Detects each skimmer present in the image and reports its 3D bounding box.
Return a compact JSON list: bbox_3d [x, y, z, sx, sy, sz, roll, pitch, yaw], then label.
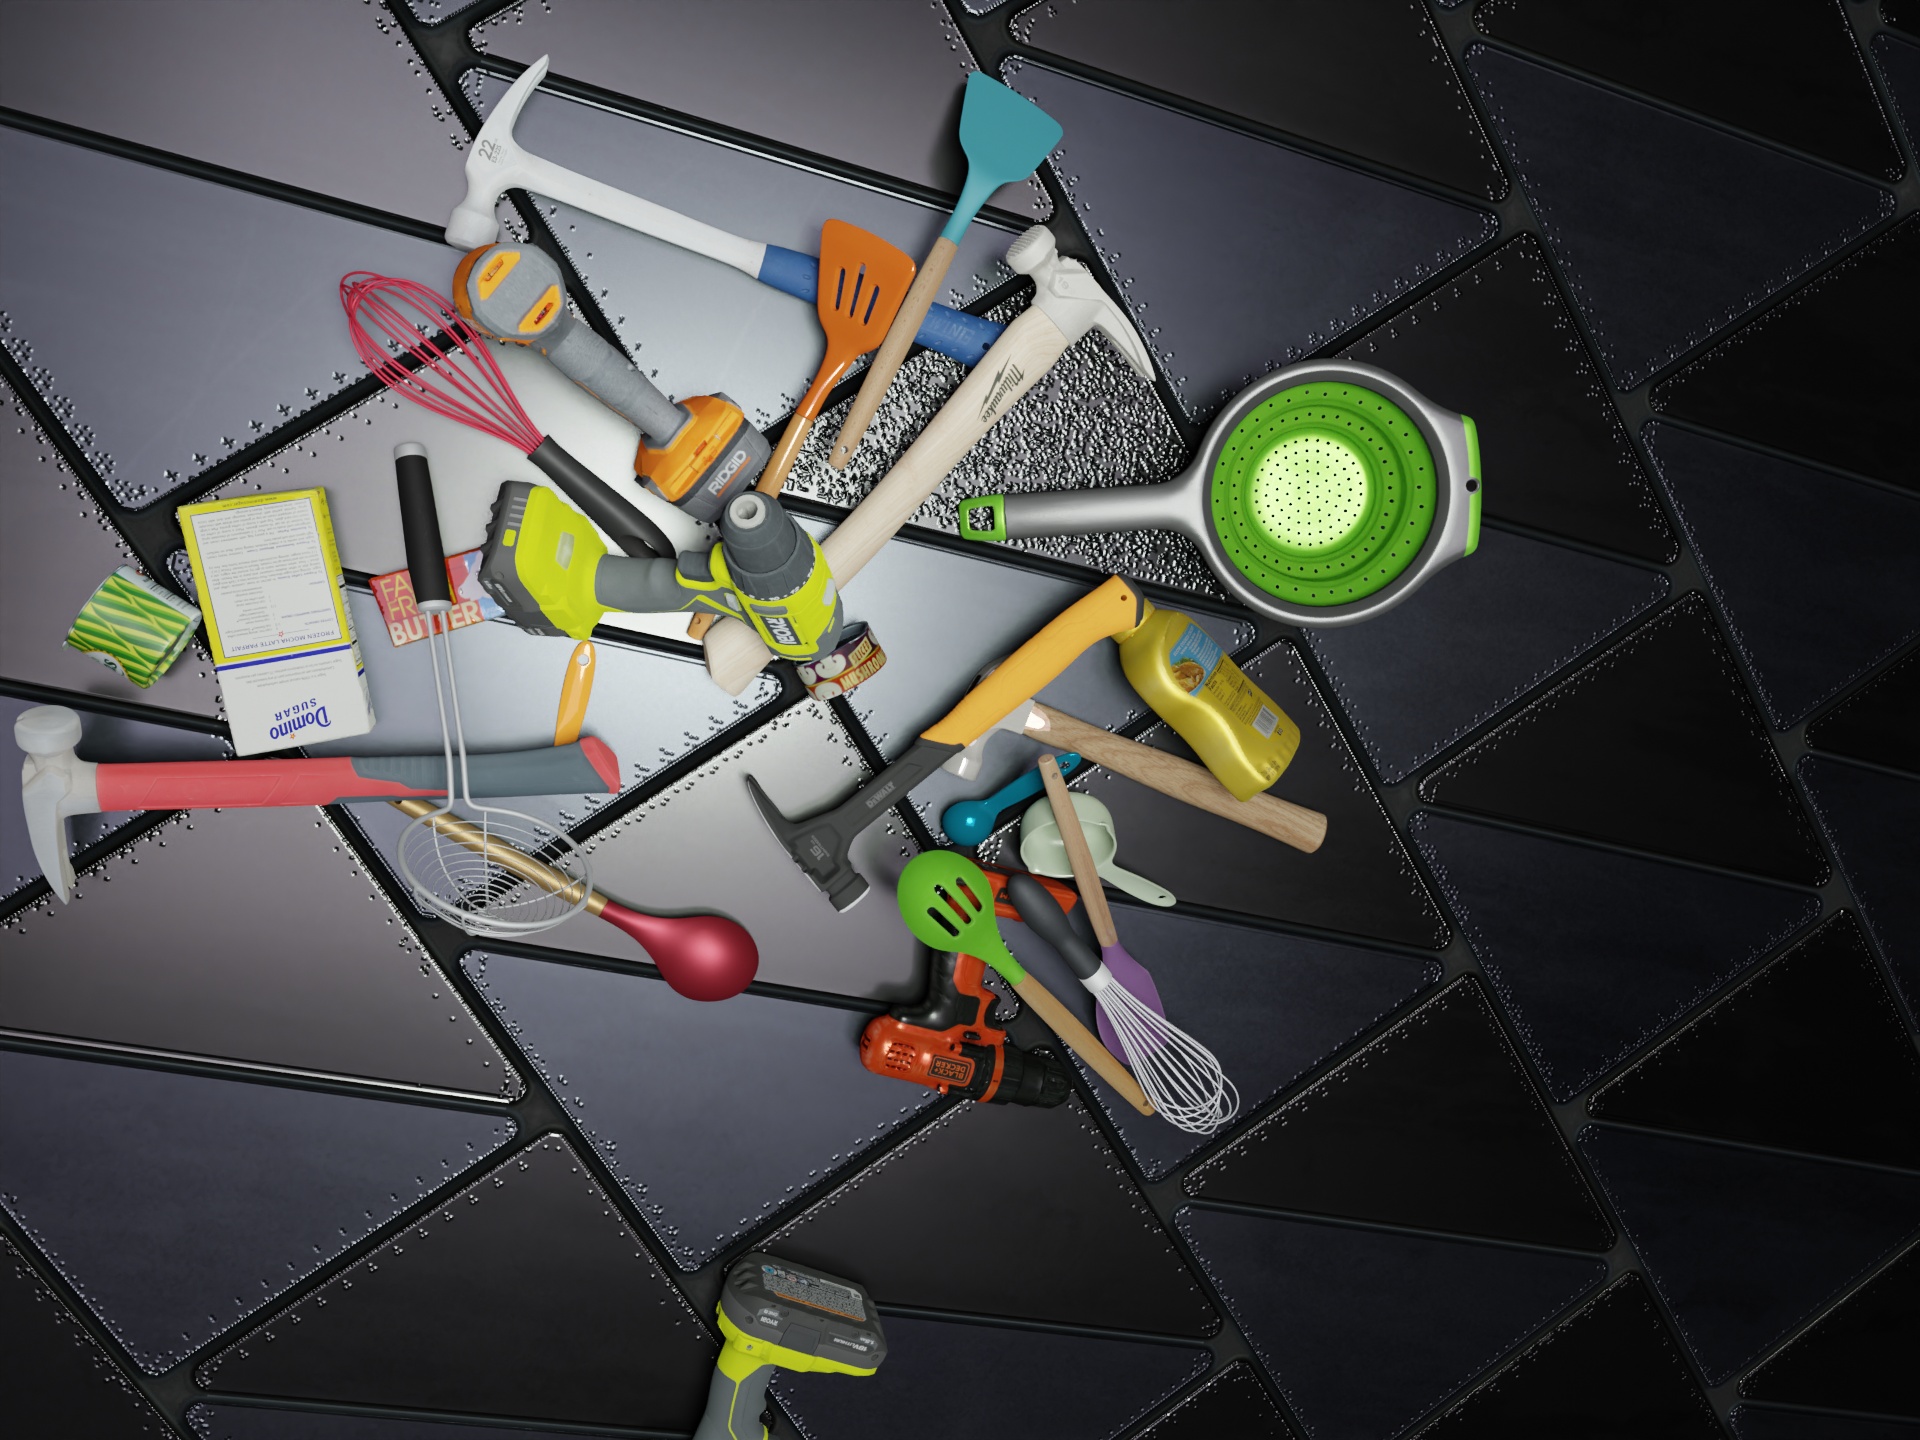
[{"bbox_3d":[-0.335,-0.029,1.076,0.127,0.090,0.363,-2,75,-42],"label":"skimmer"}]

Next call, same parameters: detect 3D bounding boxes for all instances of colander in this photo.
[{"bbox_3d":[0.199,-0.174,1.258,0.397,0.094,0.204,-3,99,5],"label":"colander"}]

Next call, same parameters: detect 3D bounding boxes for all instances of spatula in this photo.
[{"bbox_3d":[-0.130,-0.202,1.162,0.081,0.041,0.322,32,101,17],"label":"spatula"},{"bbox_3d":[-0.022,-0.326,1.171,0.082,0.044,0.317,27,89,-16],"label":"spatula"},{"bbox_3d":[0.109,0.157,1.261,0.060,0.018,0.315,-28,121,-14],"label":"spatula"}]

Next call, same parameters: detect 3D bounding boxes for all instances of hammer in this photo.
[{"bbox_3d":[0.155,0.035,1.293,0.331,0.031,0.130,21,92,-16],"label":"hammer"},{"bbox_3d":[-0.002,-0.004,1.218,0.337,0.034,0.127,-39,96,1],"label":"hammer"},{"bbox_3d":[-0.034,-0.171,1.197,0.410,0.038,0.146,-47,115,2],"label":"hammer"},{"bbox_3d":[-0.154,-0.346,1.164,0.405,0.035,0.144,17,93,-15],"label":"hammer"},{"bbox_3d":[-0.437,0.055,1.119,0.386,0.038,0.143,-1,122,-18],"label":"hammer"}]

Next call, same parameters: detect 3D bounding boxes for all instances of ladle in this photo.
[{"bbox_3d":[-0.292,0.128,1.198,0.315,0.031,0.069,31,90,-14],"label":"ladle"}]

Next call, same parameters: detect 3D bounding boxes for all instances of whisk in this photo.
[{"bbox_3d":[0.124,0.225,1.256,0.070,0.070,0.284,-42,107,-6],"label":"whisk"},{"bbox_3d":[-0.316,-0.208,1.131,0.295,0.073,0.073,42,86,-21],"label":"whisk"}]

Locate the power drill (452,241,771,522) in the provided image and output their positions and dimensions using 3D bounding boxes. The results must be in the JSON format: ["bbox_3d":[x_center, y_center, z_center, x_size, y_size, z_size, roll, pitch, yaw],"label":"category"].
[{"bbox_3d":[-0.252,-0.242,1.104,0.226,0.164,0.084,40,87,-28],"label":"power drill"}]

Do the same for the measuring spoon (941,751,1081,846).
[{"bbox_3d":[0.042,0.064,1.245,0.128,0.021,0.042,-32,126,18],"label":"measuring spoon"}]

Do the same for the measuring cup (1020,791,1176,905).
[{"bbox_3d":[0.117,0.107,1.289,0.167,0.038,0.083,30,129,-34],"label":"measuring cup"}]

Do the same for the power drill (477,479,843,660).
[{"bbox_3d":[-0.202,-0.107,1.083,0.228,0.190,0.080,5,72,8],"label":"power drill"}]

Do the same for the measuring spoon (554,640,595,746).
[{"bbox_3d":[-0.291,-0.003,1.187,0.021,0.011,0.117,12,94,-15],"label":"measuring spoon"}]

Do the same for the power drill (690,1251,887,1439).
[{"bbox_3d":[-0.153,0.554,1.265,0.171,0.080,0.223,23,95,-15],"label":"power drill"}]

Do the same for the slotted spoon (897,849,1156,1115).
[{"bbox_3d":[0.062,0.215,1.242,0.070,0.031,0.313,-47,115,-11],"label":"slotted spoon"}]
